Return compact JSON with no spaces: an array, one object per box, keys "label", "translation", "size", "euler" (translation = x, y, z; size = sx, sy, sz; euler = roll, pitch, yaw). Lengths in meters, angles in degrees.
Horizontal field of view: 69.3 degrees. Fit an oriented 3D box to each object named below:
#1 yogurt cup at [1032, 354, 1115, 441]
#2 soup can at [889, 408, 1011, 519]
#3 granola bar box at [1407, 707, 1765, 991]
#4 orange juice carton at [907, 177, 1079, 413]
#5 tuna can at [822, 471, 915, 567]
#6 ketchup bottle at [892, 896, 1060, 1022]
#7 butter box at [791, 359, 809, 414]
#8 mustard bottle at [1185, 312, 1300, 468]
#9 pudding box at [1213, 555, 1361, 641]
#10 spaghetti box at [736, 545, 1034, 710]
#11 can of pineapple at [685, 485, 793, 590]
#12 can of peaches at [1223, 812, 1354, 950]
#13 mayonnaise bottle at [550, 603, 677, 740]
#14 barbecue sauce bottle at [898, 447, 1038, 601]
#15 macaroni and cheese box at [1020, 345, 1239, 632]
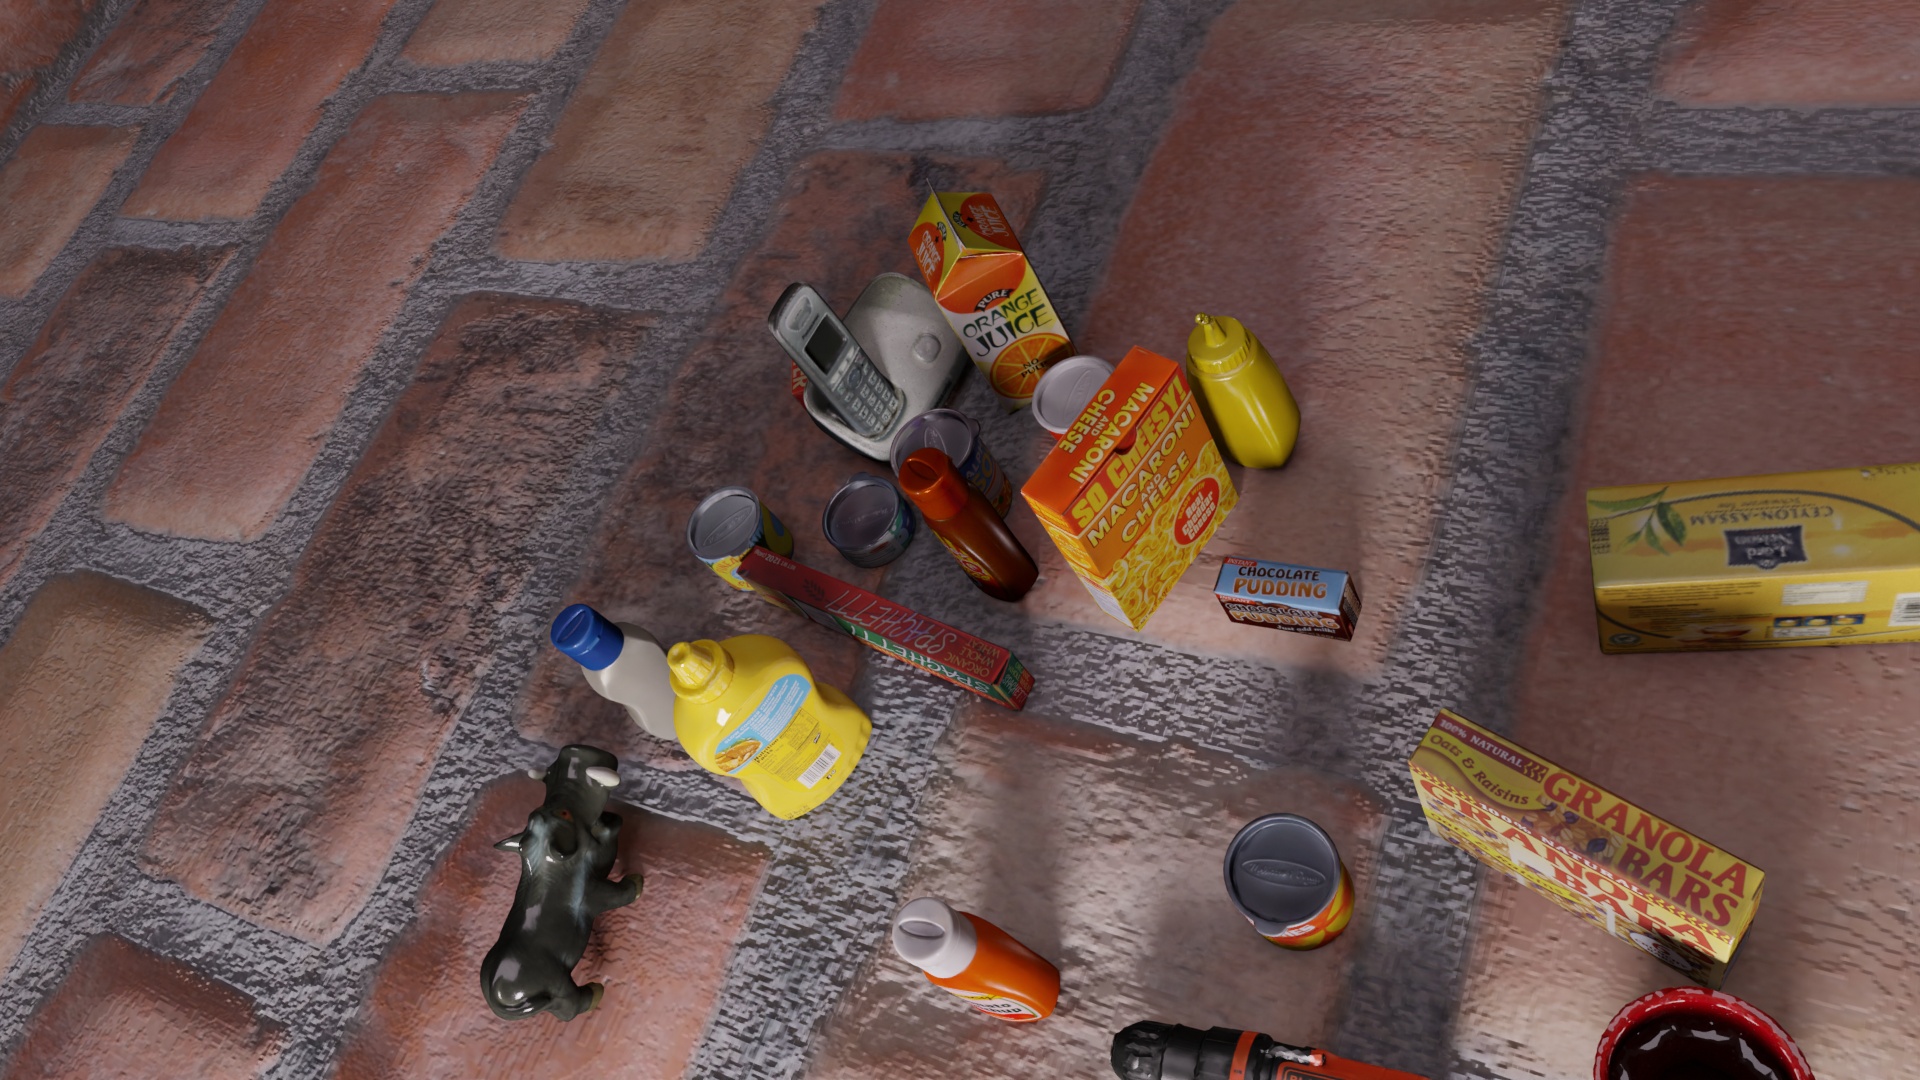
[{"label":"yogurt cup","translation":[0.093,-0.096,1.034],"size":[0.072,0.053,0.073],"euler":[-12,57,19]},{"label":"soup can","translation":[-0.003,-0.049,1.032],"size":[0.071,0.083,0.071],"euler":[-12,57,19]},{"label":"granola bar box","translation":[0.324,0.161,0.727],"size":[0.166,0.124,0.039],"euler":[29,77,35]},{"label":"orange juice carton","translation":[0.022,-0.185,1.034],"size":[0.073,0.192,0.072],"euler":[-28,53,8]},{"label":"tuna can","translation":[-0.071,-0.016,1.076],"size":[0.071,0.032,0.071],"euler":[-12,57,19]},{"label":"ketchup bottle","translation":[0.007,0.244,0.810],"size":[0.064,0.148,0.044],"euler":[1,62,26]},{"label":"butter box","translation":[-0.120,-0.150,1.168],"size":[0.024,0.053,0.104],"euler":[-15,56,17]},{"label":"mustard bottle","translation":[0.184,-0.106,0.931],"size":[0.065,0.159,0.049],"euler":[16,69,32]},{"label":"pudding box","translation":[0.212,0.037,0.901],"size":[0.084,0.049,0.030],"euler":[9,66,29]},{"label":"spaghetti box","translation":[-0.058,0.062,1.012],"size":[0.250,0.050,0.029],"euler":[20,72,33]},{"label":"can of pineapple","translation":[-0.174,0.000,1.098],"size":[0.071,0.057,0.071],"euler":[-12,57,19]},{"label":"can of peaches","translation":[0.191,0.201,0.806],"size":[0.071,0.058,0.071],"euler":[-12,57,19]},{"label":"mayonnaise bottle","translation":[-0.241,0.093,1.017],"size":[0.041,0.147,0.065],"euler":[31,77,35]},{"label":"barbecue sauce bottle","translation":[0.003,-0.012,0.966],"size":[0.065,0.148,0.044],"euler":[34,80,36]},{"label":"macaroni and cheese box","translation":[0.117,-0.030,0.913],"size":[0.040,0.166,0.124],"euler":[30,77,35]}]
